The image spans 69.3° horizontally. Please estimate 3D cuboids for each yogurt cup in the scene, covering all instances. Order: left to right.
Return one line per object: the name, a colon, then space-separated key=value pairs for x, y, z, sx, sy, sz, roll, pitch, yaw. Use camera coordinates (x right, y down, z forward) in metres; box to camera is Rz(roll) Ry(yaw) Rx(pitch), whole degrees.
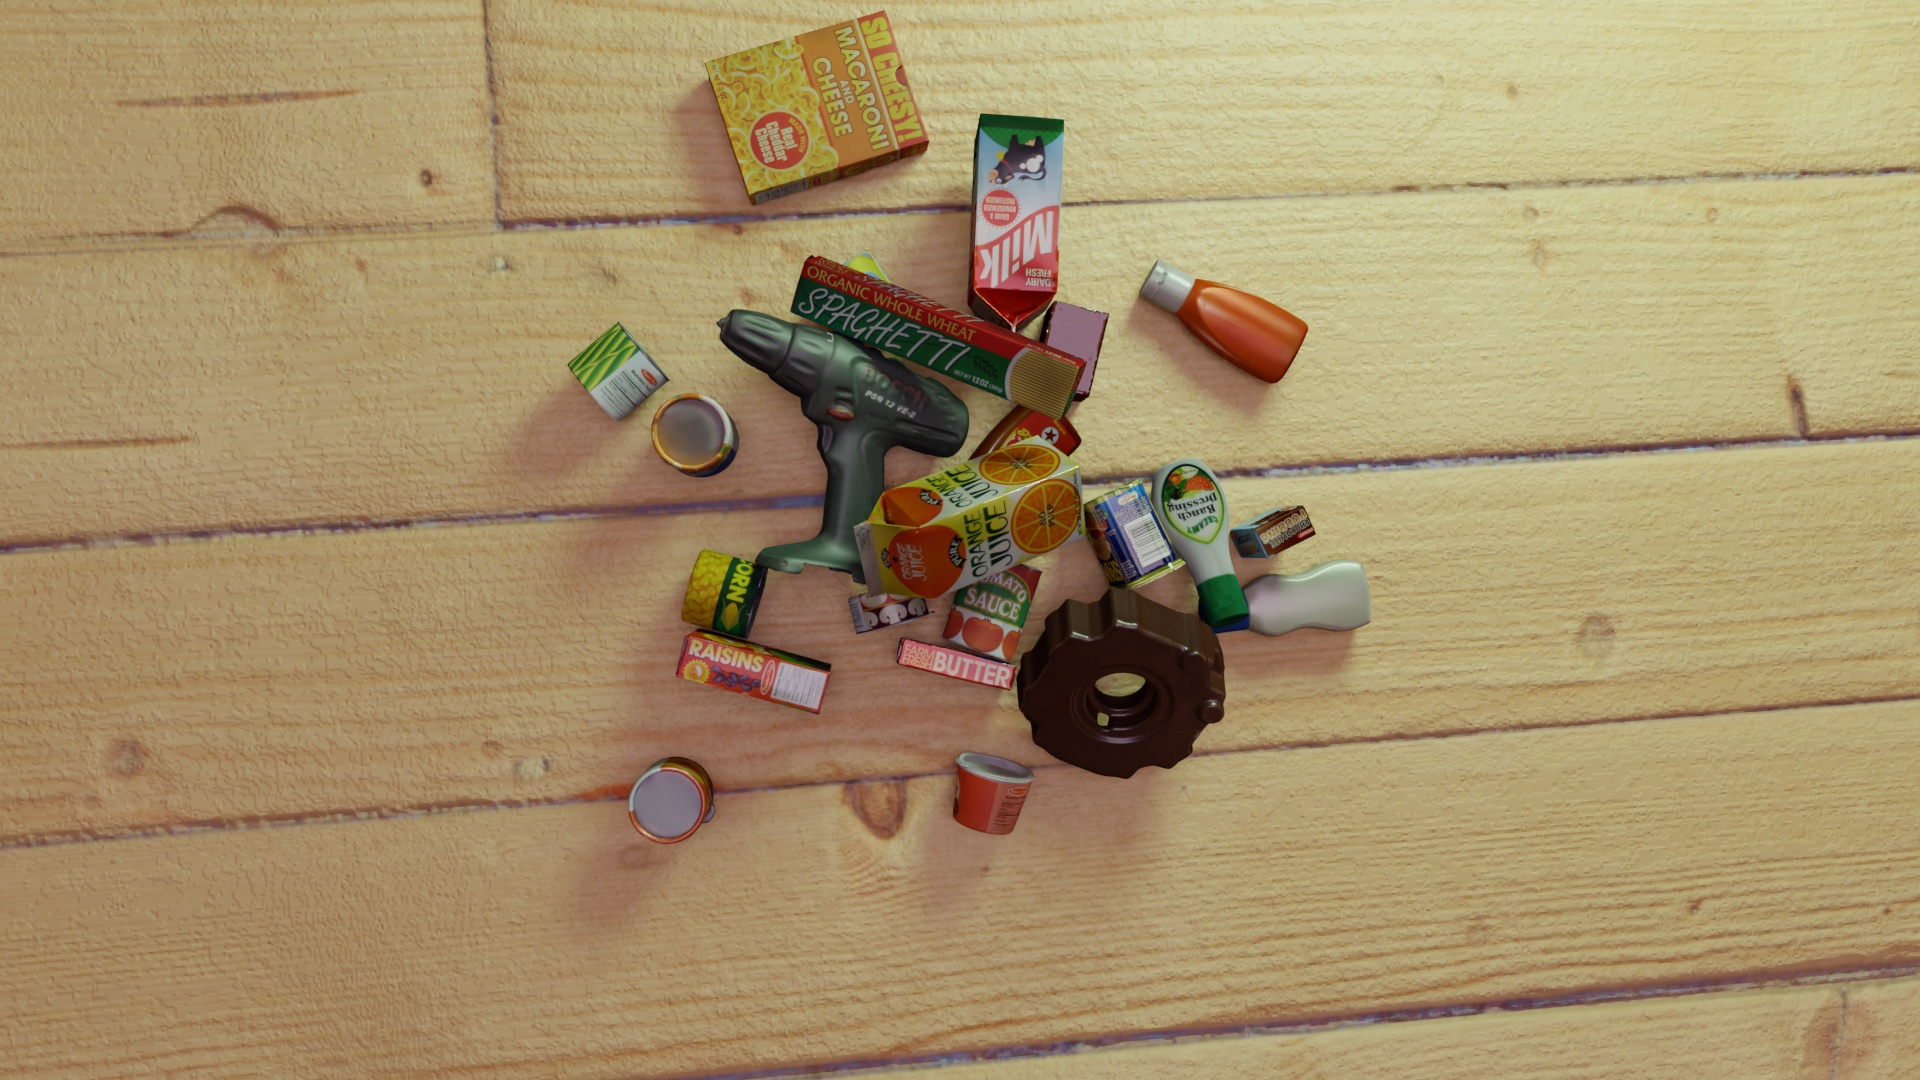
yogurt cup: x=0.025 y=0.221 z=1.207 sx=0.072 sy=0.072 sz=0.054 roll=13 pitch=96 yaw=-4

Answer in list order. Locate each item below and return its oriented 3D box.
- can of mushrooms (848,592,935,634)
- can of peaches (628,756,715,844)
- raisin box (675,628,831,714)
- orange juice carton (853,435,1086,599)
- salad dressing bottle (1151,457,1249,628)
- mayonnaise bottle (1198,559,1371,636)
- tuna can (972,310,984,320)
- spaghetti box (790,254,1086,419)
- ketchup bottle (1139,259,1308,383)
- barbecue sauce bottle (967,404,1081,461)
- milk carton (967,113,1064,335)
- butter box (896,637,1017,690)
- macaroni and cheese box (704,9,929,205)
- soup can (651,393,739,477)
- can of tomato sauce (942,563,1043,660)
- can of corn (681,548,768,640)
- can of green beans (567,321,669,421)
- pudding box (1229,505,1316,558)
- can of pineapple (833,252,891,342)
can of mushrooms: x=-0.060 y=0.056 z=1.203 sx=0.071 sy=0.071 sz=0.033 roll=-15 pitch=89 yaw=-5
can of peaches: x=-0.245 y=0.222 z=1.186 sx=0.071 sy=0.058 sz=0.071 roll=0 pitch=88 yaw=-4
raisin box: x=-0.174 y=0.110 z=1.181 sx=0.123 sy=0.086 sz=0.040 roll=15 pitch=89 yaw=-4
orange juice carton: x=0.004 y=-0.014 z=1.153 sx=0.193 sy=0.073 sz=0.071 roll=-21 pitch=124 yaw=-20
salad dressing bottle: x=0.213 y=0.002 z=1.218 sx=0.064 sy=0.044 sz=0.148 roll=-16 pitch=73 yaw=-3
mayonnaise bottle: x=0.290 y=0.056 z=1.245 sx=0.148 sy=0.041 sz=0.064 roll=-8 pitch=88 yaw=-4
tuna can: x=0.043 y=-0.221 z=1.237 sx=0.071 sy=0.033 sz=0.071 roll=0 pitch=88 yaw=-5
spaghetti box: x=-0.021 y=-0.169 z=1.147 sx=0.250 sy=0.029 sz=0.050 roll=23 pitch=113 yaw=8
ketchup bottle: x=0.234 y=-0.202 z=1.247 sx=0.149 sy=0.043 sz=0.065 roll=28 pitch=85 yaw=-3
barbecue sauce bottle: x=0.034 y=-0.061 z=1.224 sx=0.148 sy=0.044 sz=0.064 roll=-42 pitch=112 yaw=-4
milk carton: x=0.045 y=-0.258 z=1.184 sx=0.073 sy=0.072 sz=0.190 roll=3 pitch=88 yaw=-4
butter box: x=-0.005 y=0.108 z=1.212 sx=0.103 sy=0.053 sz=0.024 roll=14 pitch=86 yaw=-4
macaroni and cheese box: x=-0.125 y=-0.381 z=1.224 sx=0.167 sy=0.040 sz=0.123 roll=-19 pitch=91 yaw=-5
soup can: x=-0.228 y=-0.088 z=1.184 sx=0.071 sy=0.084 sz=0.071 roll=0 pitch=89 yaw=-4
can of tomato sauce: x=0.027 y=0.056 z=1.208 sx=0.071 sy=0.071 sz=0.083 roll=19 pitch=87 yaw=-4
can of corn: x=-0.201 y=0.044 z=1.189 sx=0.058 sy=0.071 sz=0.071 roll=16 pitch=87 yaw=-4
can of green beans: x=-0.293 y=-0.144 z=1.190 sx=0.058 sy=0.071 sz=0.071 roll=-40 pitch=92 yaw=-4
pudding box: x=0.273 y=-0.007 z=1.223 sx=0.050 sy=0.083 sz=0.030 roll=-25 pitch=91 yaw=-5
can of pineapple: x=-0.090 y=-0.208 z=1.208 sx=0.071 sy=0.071 sz=0.058 roll=-35 pitch=91 yaw=-5
